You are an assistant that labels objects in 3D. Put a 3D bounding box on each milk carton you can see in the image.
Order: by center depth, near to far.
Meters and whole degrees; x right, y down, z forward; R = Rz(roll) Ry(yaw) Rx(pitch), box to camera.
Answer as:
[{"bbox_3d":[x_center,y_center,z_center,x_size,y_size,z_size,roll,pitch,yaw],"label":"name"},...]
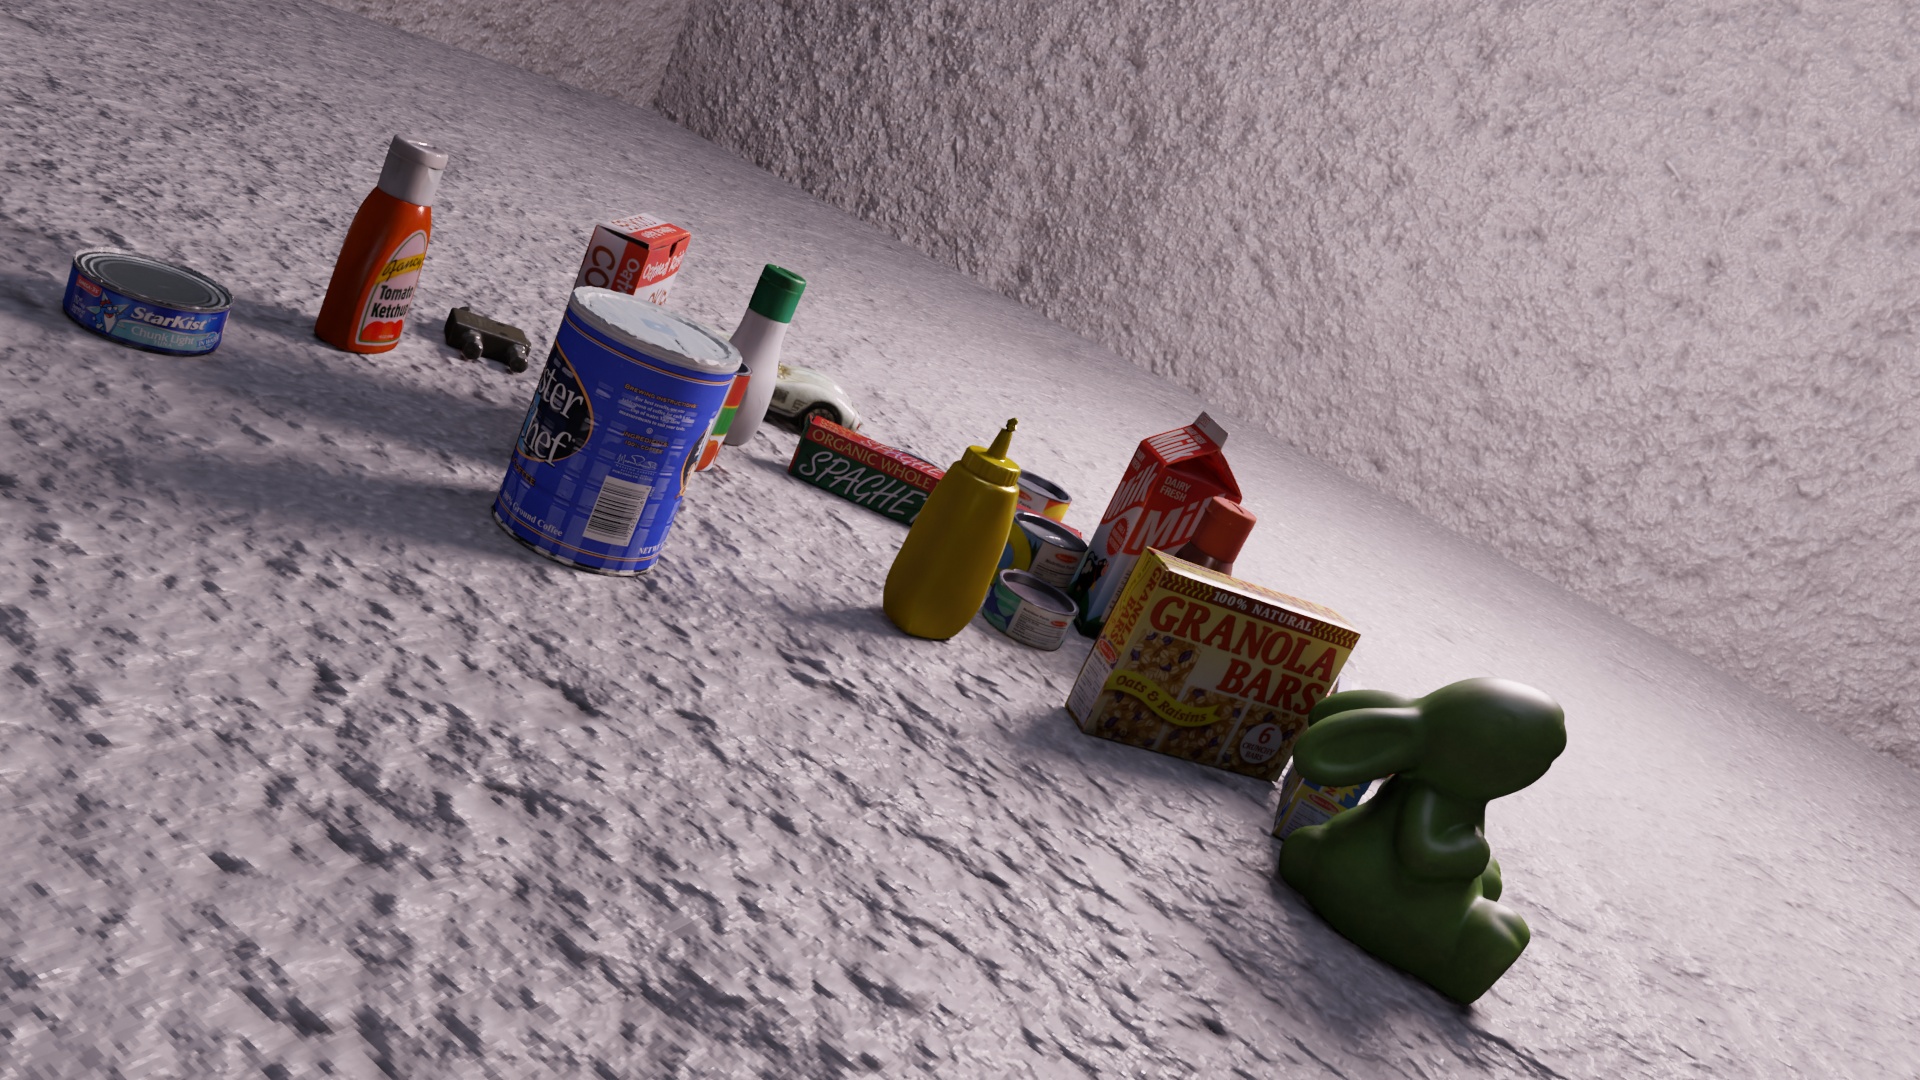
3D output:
[{"bbox_3d":[0.158,-0.010,1.101,0.073,0.190,0.072,21,16,-15],"label":"milk carton"}]

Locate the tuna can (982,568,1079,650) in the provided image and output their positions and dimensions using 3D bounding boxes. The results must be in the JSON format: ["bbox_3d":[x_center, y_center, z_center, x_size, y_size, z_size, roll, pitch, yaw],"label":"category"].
[{"bbox_3d":[0.051,0.050,1.033,0.071,0.032,0.071,23,16,-7],"label":"tuna can"}]

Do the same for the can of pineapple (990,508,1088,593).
[{"bbox_3d":[0.059,0.016,1.112,0.071,0.057,0.071,24,15,-7],"label":"can of pineapple"}]

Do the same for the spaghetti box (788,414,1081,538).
[{"bbox_3d":[-0.021,-0.032,1.158,0.250,0.050,0.029,23,15,-7],"label":"spaghetti box"}]

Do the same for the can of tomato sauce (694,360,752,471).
[{"bbox_3d":[-0.203,-0.103,1.049,0.071,0.083,0.071,24,15,-7],"label":"can of tomato sauce"}]

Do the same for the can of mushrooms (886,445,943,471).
[{"bbox_3d":[-0.045,-0.053,1.221,0.071,0.033,0.071,23,16,-7],"label":"can of mushrooms"}]

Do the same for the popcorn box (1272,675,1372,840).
[{"bbox_3d":[0.247,0.148,0.921,0.038,0.085,0.127,28,16,11],"label":"popcorn box"}]

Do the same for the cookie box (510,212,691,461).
[{"bbox_3d":[-0.239,-0.134,0.936,0.040,0.167,0.123,24,15,-6],"label":"cookie box"}]

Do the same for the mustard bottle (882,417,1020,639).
[{"bbox_3d":[0.003,-0.012,0.925,0.065,0.159,0.049,10,21,-45],"label":"mustard bottle"}]

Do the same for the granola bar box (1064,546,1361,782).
[{"bbox_3d":[0.169,0.086,0.931,0.165,0.124,0.039,18,17,-25],"label":"granola bar box"}]

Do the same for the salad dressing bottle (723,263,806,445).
[{"bbox_3d":[-0.170,-0.152,1.138,0.044,0.147,0.064,10,22,-46],"label":"salad dressing bottle"}]

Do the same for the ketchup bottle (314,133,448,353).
[{"bbox_3d":[-0.396,-0.204,0.958,0.043,0.148,0.065,27,15,7],"label":"ketchup bottle"}]

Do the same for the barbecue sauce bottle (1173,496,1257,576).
[{"bbox_3d":[0.171,0.040,1.037,0.044,0.148,0.065,22,15,-14],"label":"barbecue sauce bottle"}]

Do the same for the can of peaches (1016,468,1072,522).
[{"bbox_3d":[0.060,-0.026,1.247,0.071,0.058,0.071,24,15,-7],"label":"can of peaches"}]
